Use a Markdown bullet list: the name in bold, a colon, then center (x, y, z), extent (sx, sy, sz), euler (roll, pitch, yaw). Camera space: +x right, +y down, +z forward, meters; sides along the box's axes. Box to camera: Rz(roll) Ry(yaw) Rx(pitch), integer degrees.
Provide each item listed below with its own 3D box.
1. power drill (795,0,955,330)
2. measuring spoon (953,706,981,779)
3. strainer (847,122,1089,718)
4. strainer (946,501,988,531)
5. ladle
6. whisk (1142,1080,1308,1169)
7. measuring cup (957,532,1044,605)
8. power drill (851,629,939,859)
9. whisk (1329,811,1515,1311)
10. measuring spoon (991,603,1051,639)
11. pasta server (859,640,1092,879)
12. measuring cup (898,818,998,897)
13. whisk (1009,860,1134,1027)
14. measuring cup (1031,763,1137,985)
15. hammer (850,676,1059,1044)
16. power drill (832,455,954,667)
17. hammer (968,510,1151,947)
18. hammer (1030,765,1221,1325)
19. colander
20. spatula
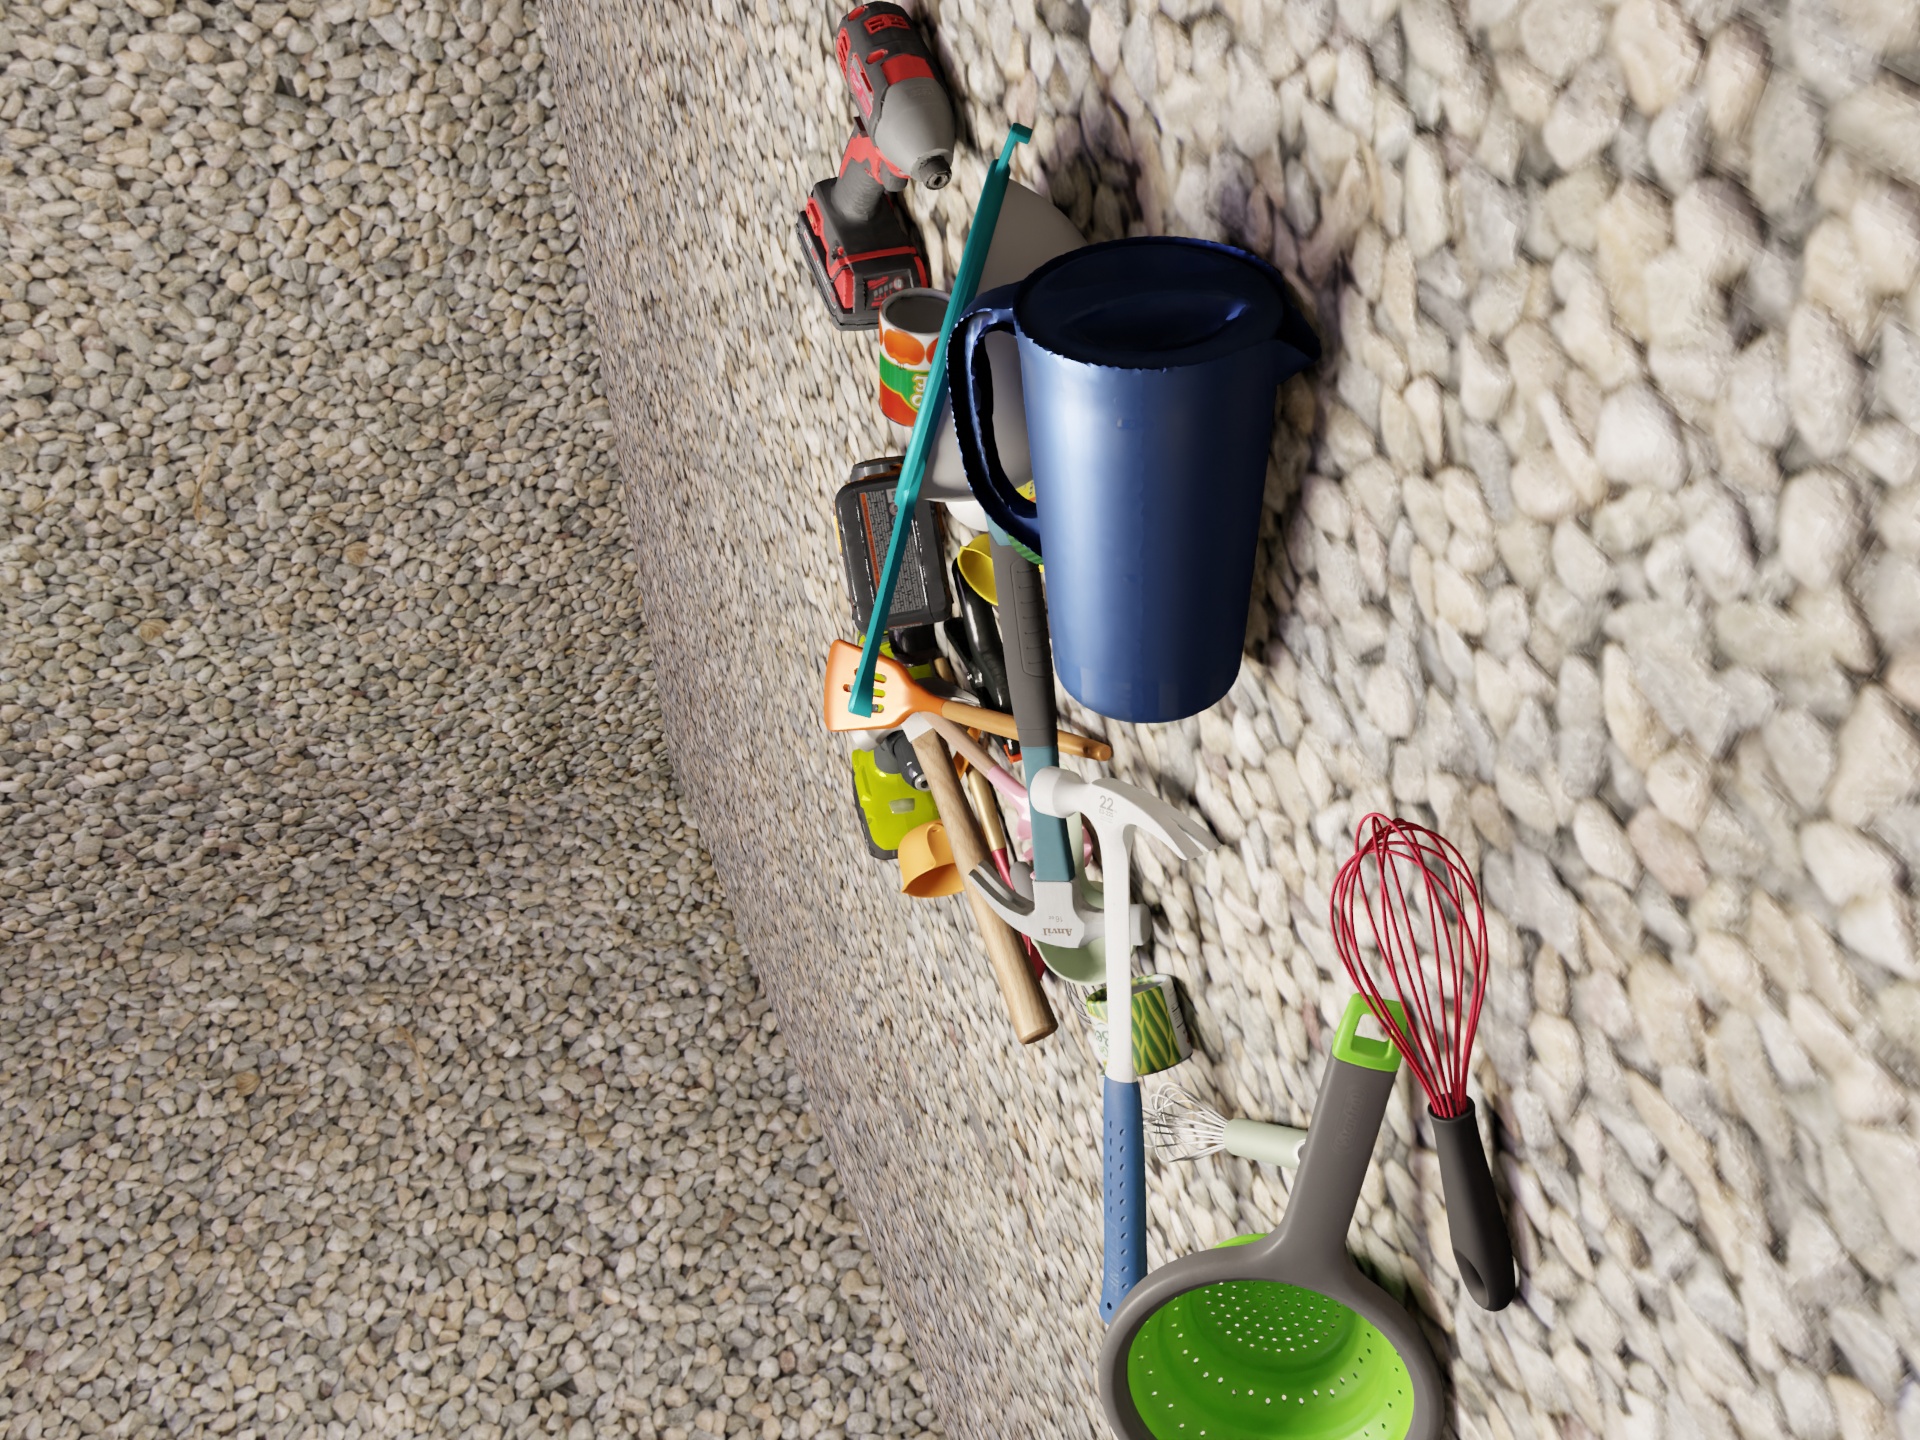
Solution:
- **power drill**: center (-0.056, -0.392, 1.164), extent (0.219, 0.078, 0.143), euler (116, 134, -62)
- **measuring spoon**: center (0.009, 0.025, 1.417), extent (0.021, 0.011, 0.116), euler (66, 149, 30)
- **strainer**: center (0.017, -0.156, 0.940), extent (0.211, 0.095, 0.340), euler (128, 157, -79)
- **strainer**: center (-0.010, -0.208, 1.253), extent (0.259, 0.050, 0.086), euler (58, 172, 51)
- **ladle**: center (0.026, 0.092, 1.442), extent (0.069, 0.031, 0.315), euler (129, 125, -76)
- **whisk**: center (0.185, 0.281, 1.078), extent (0.246, 0.059, 0.058), euler (159, 117, -69)
- **measuring cup**: center (0.051, -0.121, 1.161), extent (0.062, 0.029, 0.156), euler (50, 154, -14)
- **power drill**: center (-0.056, 0.033, 1.526), extent (0.228, 0.080, 0.191), euler (96, 162, -51)
- **whisk**: center (0.239, 0.175, 0.787), extent (0.073, 0.073, 0.295), euler (34, 144, 65)
- **measuring spoon**: center (0.050, -0.080, 1.213), extent (0.124, 0.018, 0.034), euler (-137, 34, -58)
- **pasta server**: center (0.005, 0.027, 1.310), extent (0.316, 0.040, 0.060), euler (44, 122, 33)
- **measuring cup**: center (-0.019, 0.109, 1.461), extent (0.173, 0.095, 0.052), euler (77, 178, -63)
- **whisk**: center (0.085, 0.179, 1.300), extent (0.239, 0.055, 0.055), euler (-126, 25, -58)
- **measuring cup**: center (0.091, 0.113, 1.192), extent (0.038, 0.083, 0.167), euler (-17, -80, -68)
- **hammer**: center (0.011, 0.109, 1.328), extent (0.031, 0.130, 0.332), euler (23, -139, -56)
- **power drill**: center (-0.052, -0.124, 1.320), extent (0.226, 0.084, 0.185), euler (-102, 2, -79)
- **hammer**: center (0.056, 0.003, 1.132), extent (0.033, 0.128, 0.331), euler (-36, -59, -64)
- **hammer**: center (0.115, 0.238, 1.099), extent (0.144, 0.035, 0.405), euler (13, 111, 47)
- **colander**: center (0.204, 0.317, 0.960), extent (0.094, 0.204, 0.397), euler (-59, -20, -65)
- **spatula**: center (-0.002, -0.004, 1.262), extent (0.323, 0.041, 0.081), euler (16, 103, 50)
